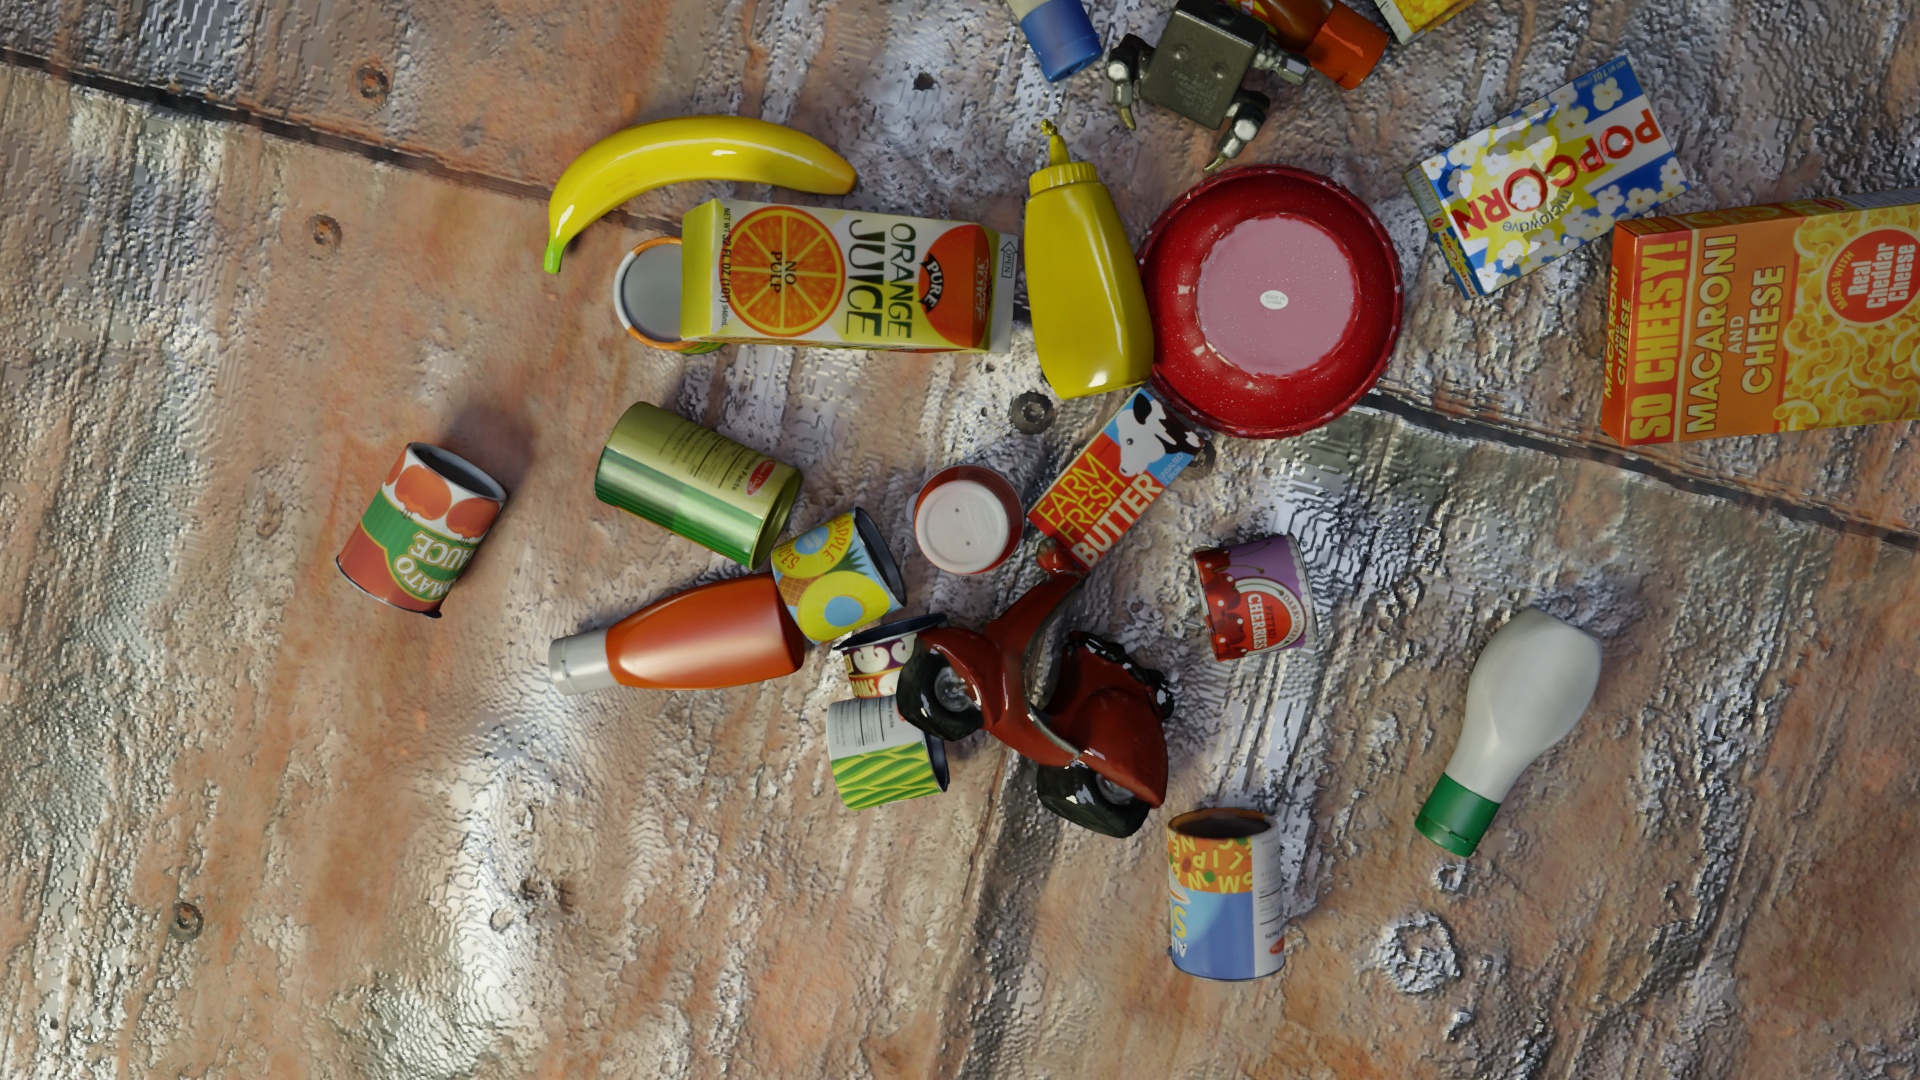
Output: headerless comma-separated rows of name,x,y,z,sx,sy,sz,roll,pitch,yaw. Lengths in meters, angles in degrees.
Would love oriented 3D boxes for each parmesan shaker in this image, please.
parmesan shaker,-0.154,-0.034,0.823,0.103,0.071,0.071,24,96,3

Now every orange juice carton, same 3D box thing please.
orange juice carton,-0.055,-0.144,0.780,0.193,0.073,0.071,0,96,-25

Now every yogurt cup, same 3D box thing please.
yogurt cup,0.003,-0.010,0.816,0.072,0.054,0.072,0,95,4

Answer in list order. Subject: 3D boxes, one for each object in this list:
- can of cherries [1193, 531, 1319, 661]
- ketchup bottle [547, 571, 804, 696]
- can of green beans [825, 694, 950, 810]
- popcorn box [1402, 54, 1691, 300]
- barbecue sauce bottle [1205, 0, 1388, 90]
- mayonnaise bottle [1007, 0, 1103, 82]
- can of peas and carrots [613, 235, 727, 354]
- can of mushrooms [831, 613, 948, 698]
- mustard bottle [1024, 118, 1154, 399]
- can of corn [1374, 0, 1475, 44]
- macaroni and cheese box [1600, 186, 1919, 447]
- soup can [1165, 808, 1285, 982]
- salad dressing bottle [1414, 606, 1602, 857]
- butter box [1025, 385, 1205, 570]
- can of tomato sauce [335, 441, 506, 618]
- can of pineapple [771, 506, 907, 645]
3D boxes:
can of cherries,0.169,0.034,0.798,0.058,0.071,0.071,-11,94,6
ketchup bottle,-0.173,0.063,0.841,0.149,0.043,0.064,-12,93,5
can of green beans,-0.043,0.123,0.824,0.058,0.071,0.071,-13,94,6
popcorn box,0.329,-0.203,0.783,0.126,0.038,0.085,-27,94,6
barbecue sauce bottle,0.169,-0.307,0.778,0.148,0.065,0.043,30,85,-7
mayonnaise bottle,0.033,-0.335,0.786,0.041,0.065,0.148,-26,96,5
can of peas and carrots,-0.161,-0.143,0.816,0.071,0.059,0.071,0,95,5
can of mushrooms,-0.038,0.068,0.819,0.071,0.071,0.033,-14,95,6
mustard bottle,0.068,-0.164,0.797,0.065,0.049,0.160,-9,92,34
can of corn,0.260,-0.318,0.764,0.071,0.071,0.058,-32,93,6
macaroni and cheese box,0.446,-0.121,0.764,0.166,0.040,0.123,-5,114,5
soup can,0.153,0.207,0.817,0.071,0.071,0.083,-3,94,5
salad dressing bottle,0.316,0.112,0.808,0.064,0.044,0.147,27,97,0
butter box,0.091,-0.036,0.822,0.053,0.024,0.103,41,96,1
can of tomato sauce,-0.322,-0.007,0.835,0.071,0.071,0.083,34,96,1
can of pineapple,-0.072,0.020,0.817,0.058,0.071,0.071,-26,92,7
